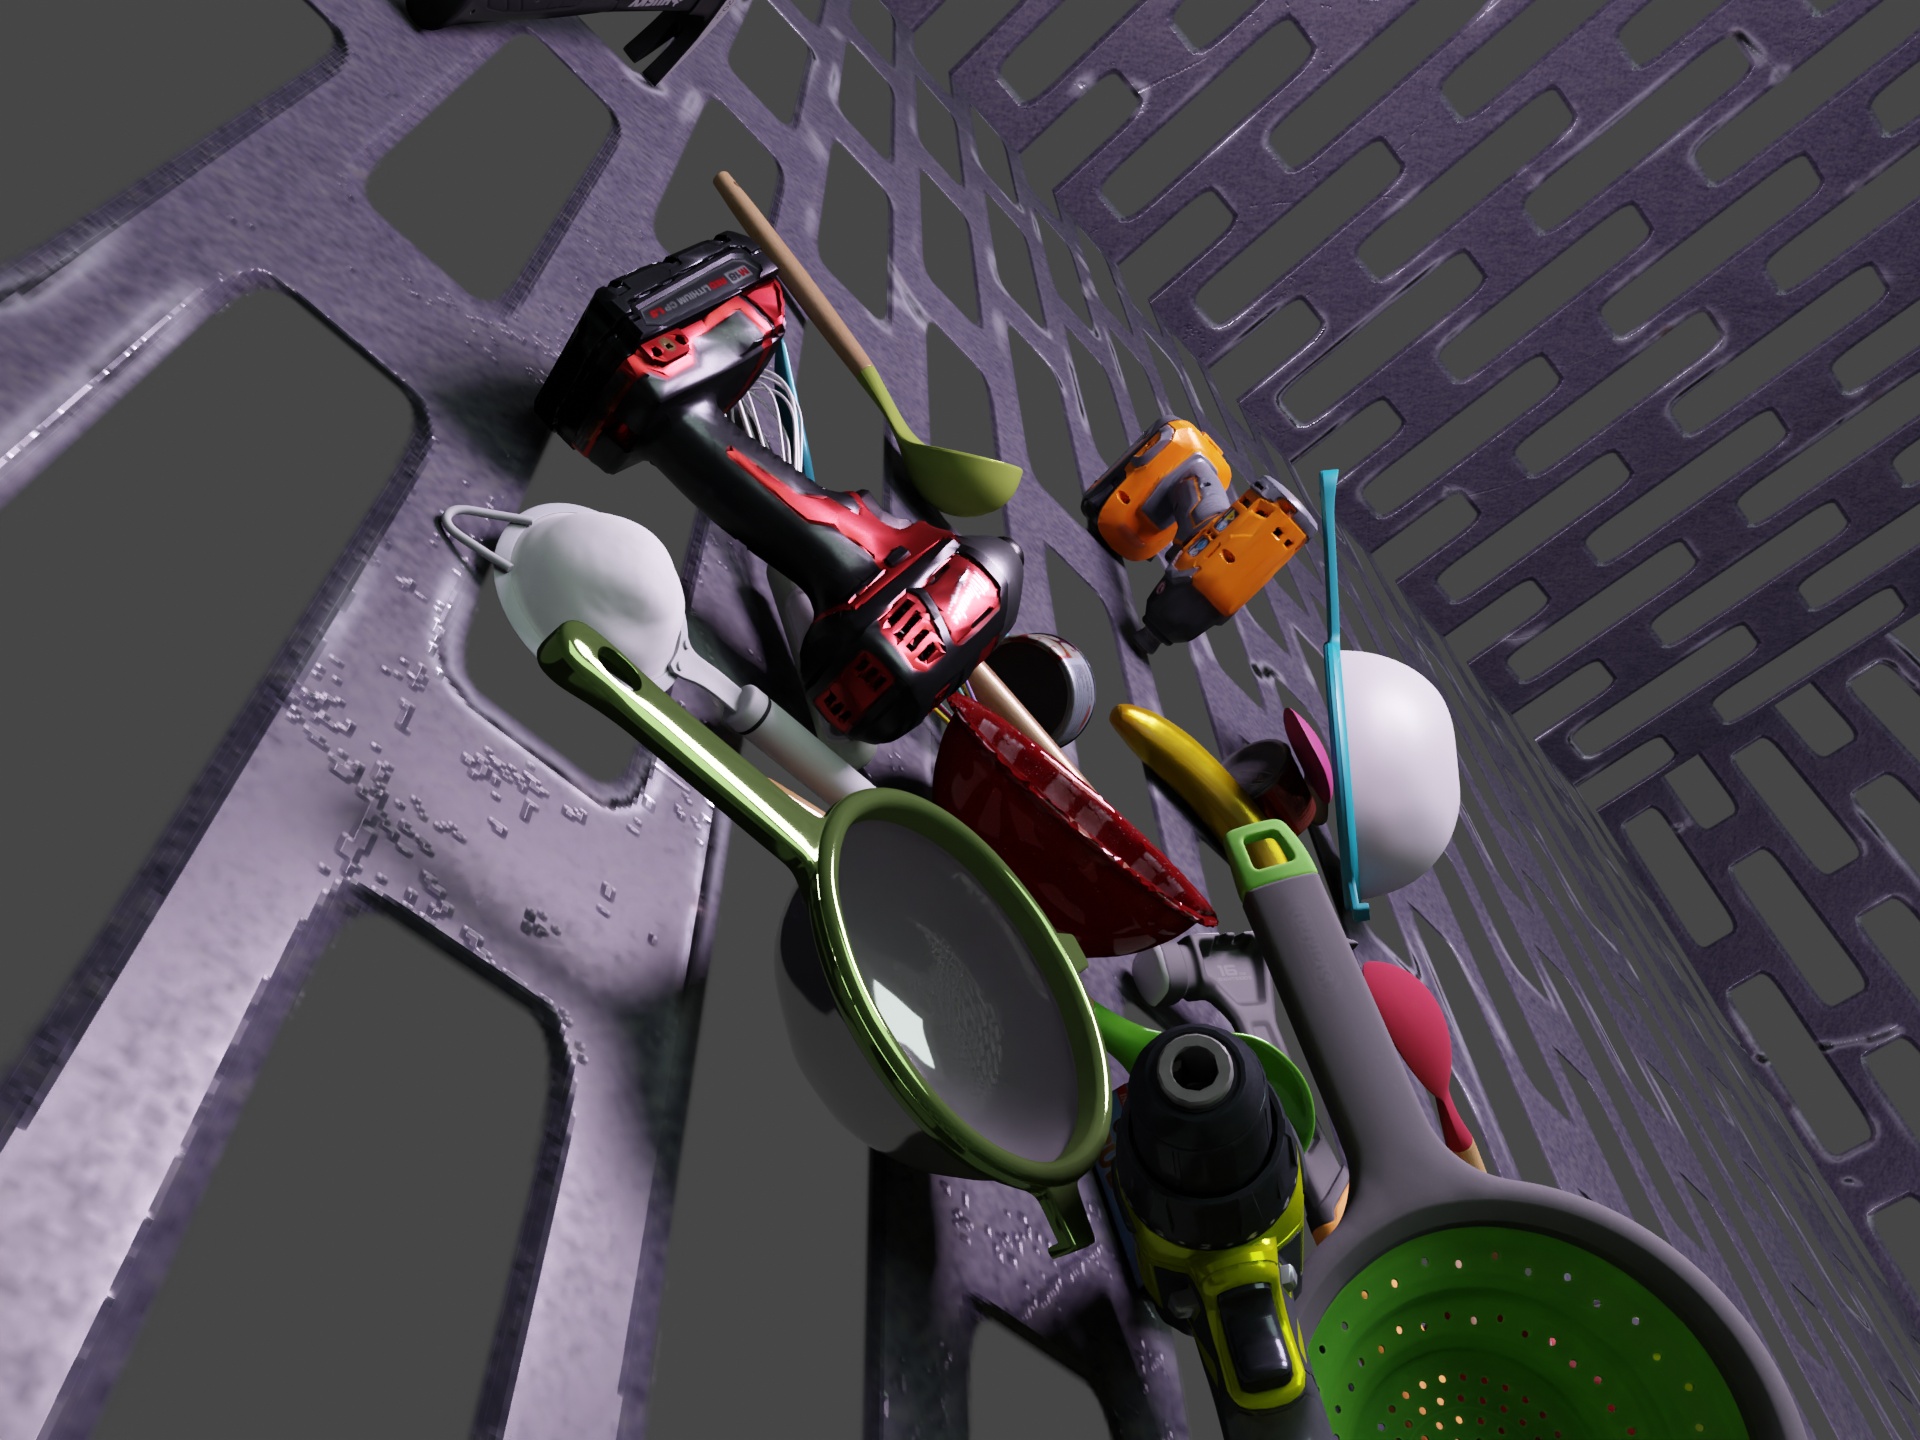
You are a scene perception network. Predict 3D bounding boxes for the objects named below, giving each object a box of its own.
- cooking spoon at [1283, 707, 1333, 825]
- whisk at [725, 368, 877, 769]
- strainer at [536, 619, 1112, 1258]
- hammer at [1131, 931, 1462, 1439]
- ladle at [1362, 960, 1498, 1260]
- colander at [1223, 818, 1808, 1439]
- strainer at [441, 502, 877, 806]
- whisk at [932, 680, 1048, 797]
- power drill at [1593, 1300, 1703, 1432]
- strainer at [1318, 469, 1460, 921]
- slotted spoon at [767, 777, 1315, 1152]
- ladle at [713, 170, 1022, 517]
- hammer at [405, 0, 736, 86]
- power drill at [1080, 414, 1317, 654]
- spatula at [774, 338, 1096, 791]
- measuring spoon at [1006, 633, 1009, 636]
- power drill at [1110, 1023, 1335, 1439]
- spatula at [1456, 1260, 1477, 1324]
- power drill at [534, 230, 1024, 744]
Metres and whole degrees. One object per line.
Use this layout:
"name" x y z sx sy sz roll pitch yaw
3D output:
"cooking spoon" 0.264 0.046 1.182 0.069 0.017 0.318 65 6 17
"whisk" -0.083 -0.080 0.757 0.059 0.058 0.247 77 -6 -60
"strainer" -0.054 0.069 0.532 0.256 0.069 0.152 43 25 -22
"hammer" 0.189 0.247 0.747 0.127 0.034 0.337 1 50 -25
"ladle" 0.276 0.247 0.863 0.069 0.031 0.315 -84 152 -56
"colander" 0.190 0.227 0.665 0.094 0.204 0.398 84 -11 -57
"strainer" -0.090 -0.011 0.637 0.258 0.050 0.087 42 38 -32
"whisk" -0.003 -0.001 0.810 0.245 0.051 0.047 53 41 -7
"power drill" 0.402 0.443 0.866 0.171 0.080 0.223 45 25 -20
"strainer" 0.329 -0.024 1.219 0.211 0.095 0.340 -25 111 -75
"slotted spoon" 0.036 0.112 0.684 0.313 0.070 0.031 36 6 -22
"ladle" -0.070 -0.261 1.069 0.320 0.062 0.078 54 18 15
"hammer" -0.230 -0.452 0.994 0.035 0.146 0.335 49 32 -6
"power drill" 0.177 -0.149 1.291 0.084 0.164 0.227 40 11 -28
"spatula" -0.013 -0.063 0.840 0.317 0.044 0.082 49 -15 5
"measuring spoon" -0.015 -0.073 0.904 0.128 0.021 0.042 41 30 -15
"power drill" 0.099 0.218 0.490 0.190 0.080 0.229 74 3 -54
"spatula" 0.247 0.250 0.874 0.059 0.018 0.316 46 10 -6
"power drill" -0.066 -0.103 0.706 0.219 0.078 0.143 46 43 -1
